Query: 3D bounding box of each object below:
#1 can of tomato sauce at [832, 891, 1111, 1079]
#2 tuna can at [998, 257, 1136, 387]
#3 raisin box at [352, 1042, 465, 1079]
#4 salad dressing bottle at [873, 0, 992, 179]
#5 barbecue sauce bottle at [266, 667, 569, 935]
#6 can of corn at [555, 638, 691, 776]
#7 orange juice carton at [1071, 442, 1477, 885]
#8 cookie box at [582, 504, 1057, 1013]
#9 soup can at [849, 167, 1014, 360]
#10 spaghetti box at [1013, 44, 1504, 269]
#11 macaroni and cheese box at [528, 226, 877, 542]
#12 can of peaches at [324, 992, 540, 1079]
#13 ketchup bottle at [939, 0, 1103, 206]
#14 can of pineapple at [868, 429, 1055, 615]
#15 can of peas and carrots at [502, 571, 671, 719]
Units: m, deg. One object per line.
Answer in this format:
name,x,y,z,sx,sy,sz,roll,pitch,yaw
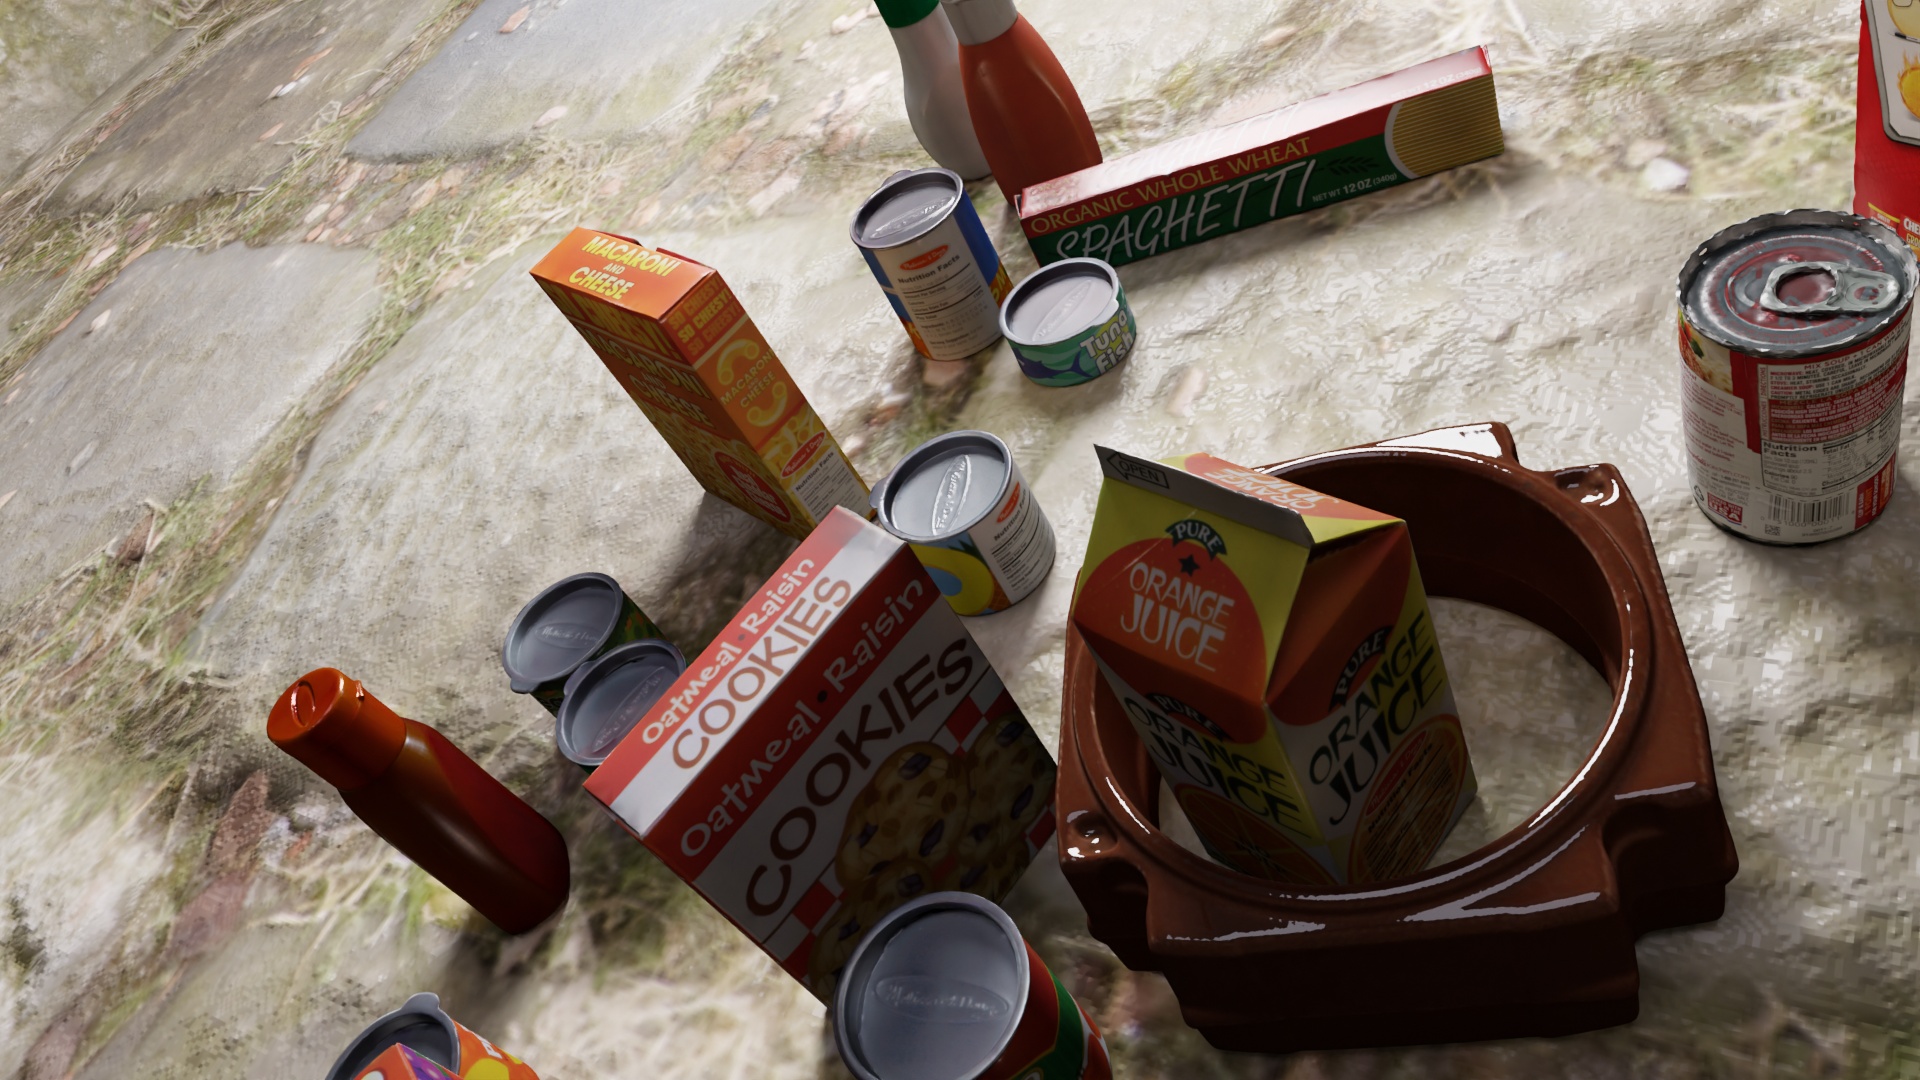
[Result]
can of tomato sauce,0.006,0.166,0.454,0.071,0.082,0.071,-16,45,17
tuna can,0.058,-0.113,0.722,0.071,0.032,0.071,-16,45,17
raisin box,-0.146,0.226,0.454,0.040,0.123,0.086,-44,44,-12
salad dressing bottle,-0.014,-0.291,0.845,0.064,0.147,0.044,-32,42,0
barbecue sauce bottle,-0.227,0.109,0.592,0.044,0.148,0.065,-36,42,-4
can of corn,-0.140,0.087,0.630,0.071,0.058,0.071,-16,45,17
orange juice carton,0.099,0.042,0.435,0.072,0.192,0.073,24,66,43
cookie box,-0.036,0.088,0.488,0.040,0.166,0.123,23,65,42
soup can,-0.013,-0.152,0.762,0.071,0.083,0.072,-16,45,17
spaghetti box,0.152,-0.193,0.730,0.250,0.050,0.029,-13,46,19
macaroni and cheese box,-0.125,-0.074,0.692,0.124,0.165,0.040,24,66,42
can of peaches,-0.204,0.222,0.540,0.071,0.058,0.071,-16,45,17
ketchup bottle,0.029,-0.261,0.791,0.064,0.148,0.044,-8,48,24
can of pineapple,0.002,-0.008,0.637,0.071,0.057,0.071,-16,45,17
can of peas and carrots,-0.179,0.060,0.677,0.071,0.058,0.071,-16,45,17
